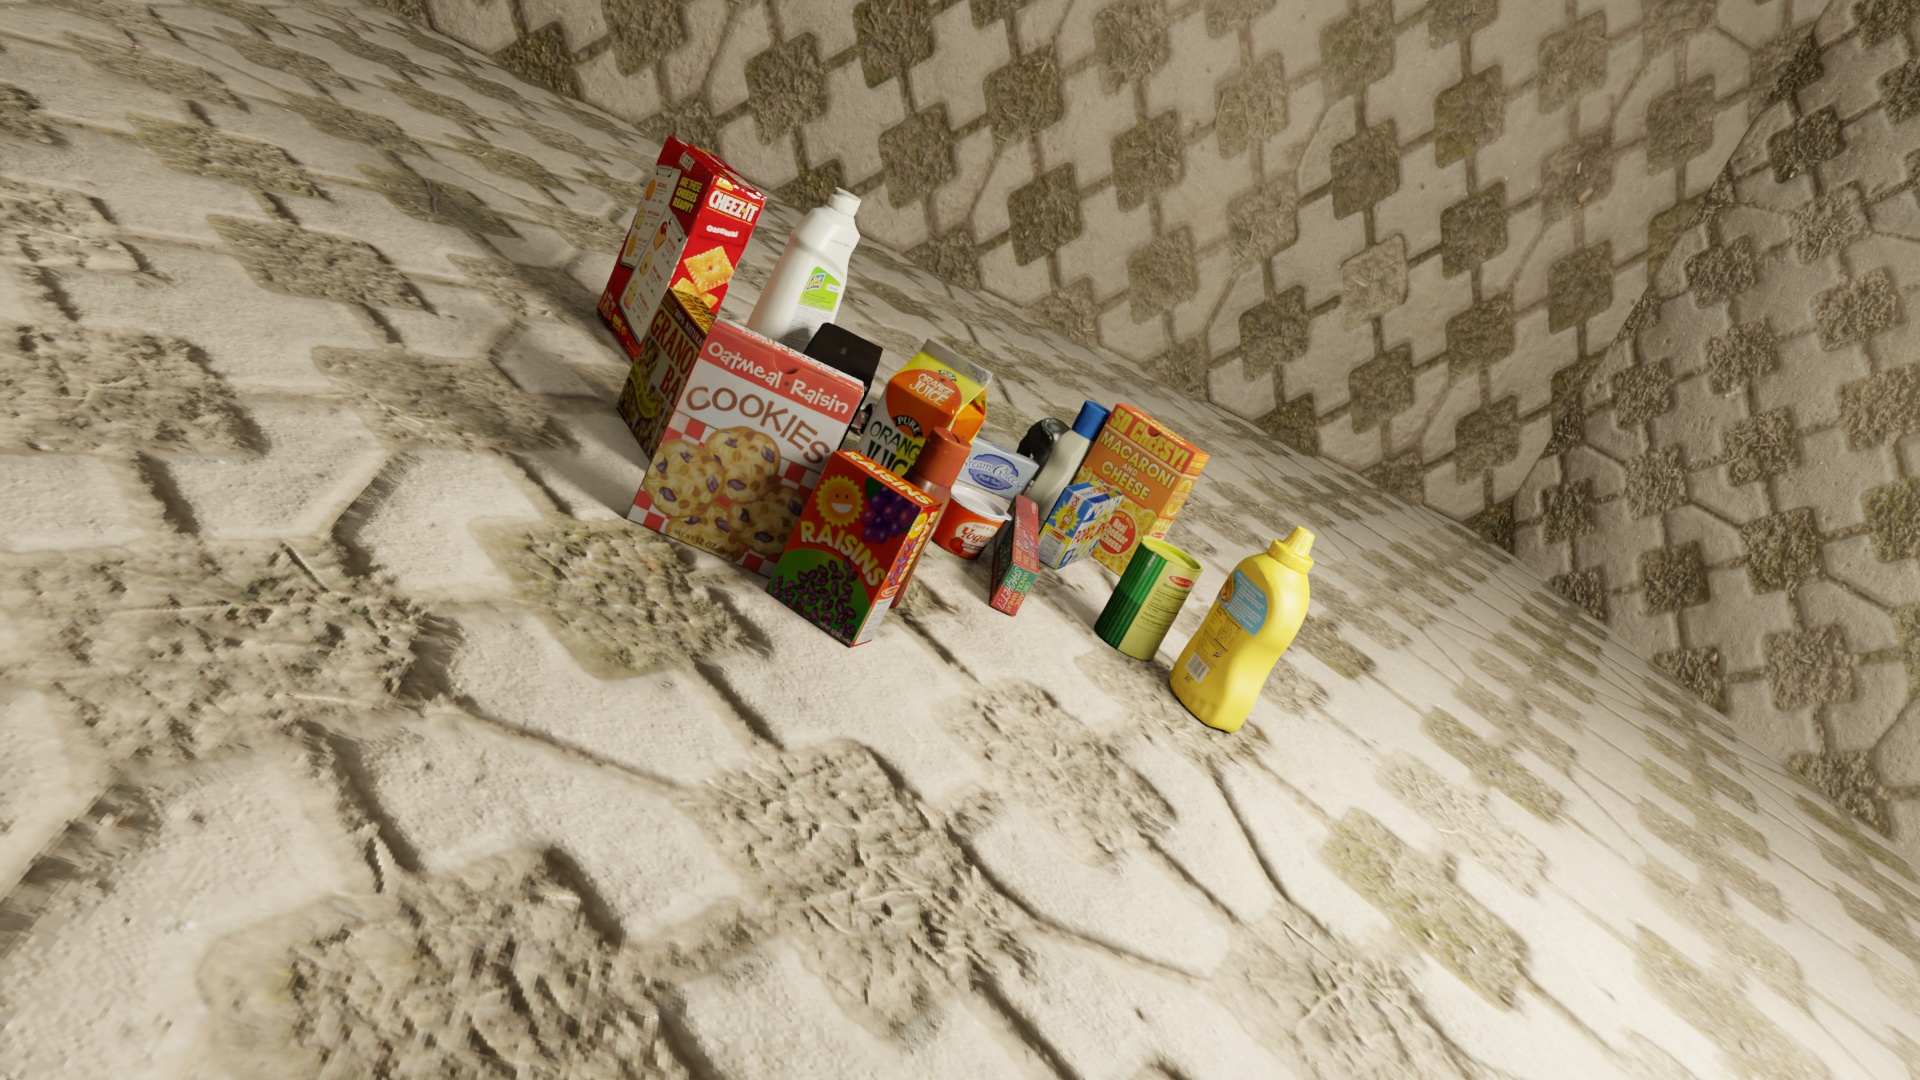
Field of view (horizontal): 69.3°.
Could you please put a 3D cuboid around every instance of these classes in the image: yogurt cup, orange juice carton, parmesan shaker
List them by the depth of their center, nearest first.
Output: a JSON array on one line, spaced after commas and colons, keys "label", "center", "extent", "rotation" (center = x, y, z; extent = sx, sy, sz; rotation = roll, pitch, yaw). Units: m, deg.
[{"label": "orange juice carton", "center": [-0.043, -0.080, 1.237], "extent": [0.072, 0.192, 0.073], "rotation": [32, 16, 17]}, {"label": "parmesan shaker", "center": [0.178, 0.055, 1.338], "extent": [0.071, 0.102, 0.071], "rotation": [25, 16, -8]}, {"label": "yogurt cup", "center": [0.005, -0.017, 1.373], "extent": [0.072, 0.053, 0.072], "rotation": [25, 16, -8]}]

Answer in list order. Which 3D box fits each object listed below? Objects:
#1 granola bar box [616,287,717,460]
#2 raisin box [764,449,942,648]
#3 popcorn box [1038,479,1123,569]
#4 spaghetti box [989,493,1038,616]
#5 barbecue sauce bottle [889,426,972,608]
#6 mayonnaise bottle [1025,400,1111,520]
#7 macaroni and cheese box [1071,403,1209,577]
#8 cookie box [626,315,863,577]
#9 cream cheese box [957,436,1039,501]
[{"label": "granola bar box", "center": [-0.241, -0.134, 1.211], "extent": [0.039, 0.124, 0.166], "rotation": [16, 19, -36]}, {"label": "raisin box", "center": [-0.080, 0.005, 1.038], "extent": [0.086, 0.123, 0.040], "rotation": [32, 16, 17]}, {"label": "popcorn box", "center": [0.128, -0.019, 1.520], "extent": [0.038, 0.085, 0.127], "rotation": [32, 16, 15]}, {"label": "spaghetti box", "center": [0.054, 0.010, 1.374], "extent": [0.029, 0.050, 0.251], "rotation": [26, 16, -5]}, {"label": "barbecue sauce bottle", "center": [-0.039, -0.021, 1.139], "extent": [0.043, 0.148, 0.065], "rotation": [22, 16, -19]}, {"label": "mayonnaise bottle", "center": [0.129, -0.093, 1.641], "extent": [0.041, 0.147, 0.065], "rotation": [37, 18, 31]}, {"label": "macaroni and cheese box", "center": [0.192, -0.056, 1.593], "extent": [0.124, 0.166, 0.040], "rotation": [38, 18, 33]}, {"label": "cookie box", "center": [-0.163, -0.069, 1.056], "extent": [0.123, 0.167, 0.040], "rotation": [24, 16, -13]}, {"label": "cream cheese box", "center": [0.036, -0.086, 1.640], "extent": [0.104, 0.053, 0.024], "rotation": [21, 17, -23]}]
